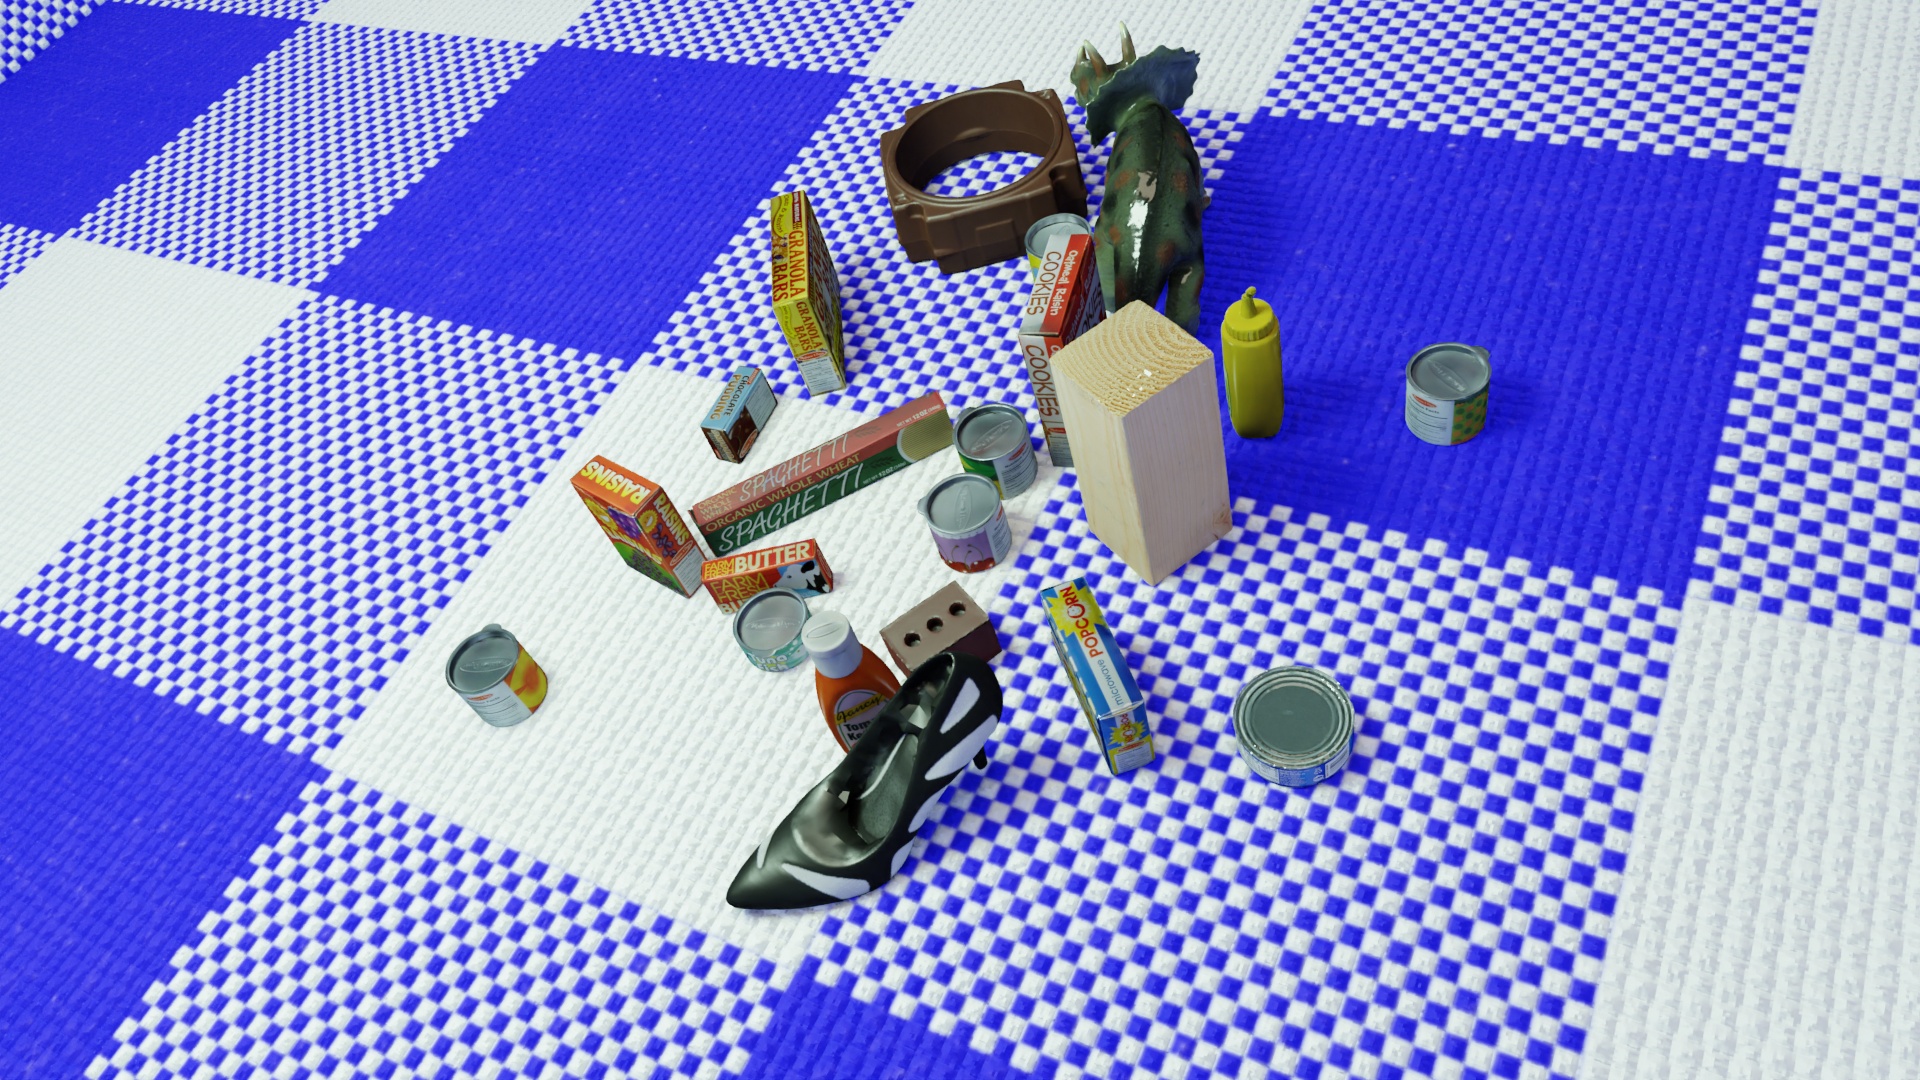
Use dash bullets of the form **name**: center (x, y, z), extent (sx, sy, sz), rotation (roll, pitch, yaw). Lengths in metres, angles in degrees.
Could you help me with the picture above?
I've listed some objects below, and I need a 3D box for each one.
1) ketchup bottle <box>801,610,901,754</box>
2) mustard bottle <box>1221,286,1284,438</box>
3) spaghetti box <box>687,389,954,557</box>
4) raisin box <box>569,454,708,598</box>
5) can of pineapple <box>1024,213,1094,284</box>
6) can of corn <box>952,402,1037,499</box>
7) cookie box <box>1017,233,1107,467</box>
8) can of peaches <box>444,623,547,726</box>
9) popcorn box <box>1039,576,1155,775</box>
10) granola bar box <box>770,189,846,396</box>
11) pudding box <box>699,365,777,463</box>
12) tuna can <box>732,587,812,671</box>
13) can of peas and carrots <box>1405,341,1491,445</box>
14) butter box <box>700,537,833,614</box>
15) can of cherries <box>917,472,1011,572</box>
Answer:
- **ketchup bottle**: center (-0.081, 0.108, 1.049), extent (0.065, 0.148, 0.044), rotation (-20, 50, 0)
- **mustard bottle**: center (0.243, -0.155, 1.160), extent (0.049, 0.159, 0.065), rotation (-5, 51, 12)
- **spaghetti box**: center (-0.123, -0.060, 1.259), extent (0.250, 0.050, 0.029), rotation (-26, 50, -6)
- **raisin box**: center (-0.278, -0.011, 1.216), extent (0.086, 0.122, 0.040), rotation (25, 63, 31)
- **can of pineapple**: center (0.101, -0.277, 1.364), extent (0.071, 0.057, 0.071), rotation (-8, 51, 10)
- **can of corn**: center (0.030, -0.079, 1.226), extent (0.071, 0.058, 0.071), rotation (-8, 51, 10)
- **cookie box**: center (0.097, -0.163, 1.203), extent (0.040, 0.166, 0.123), rotation (4, 54, 19)
- **can of peaches**: center (-0.396, 0.116, 1.191), extent (0.071, 0.057, 0.071), rotation (-8, 51, 10)
- **popcorn box**: center (0.103, 0.101, 1.044), extent (0.038, 0.084, 0.127), rotation (-22, 50, -1)
- **granola bar box**: center (-0.149, -0.244, 1.365), extent (0.039, 0.123, 0.166), rotation (-13, 50, 6)
- **pudding box**: center (-0.212, -0.122, 1.334), extent (0.030, 0.049, 0.084), rotation (10, 56, 23)
- **tuna can**: center (-0.156, 0.077, 1.170), extent (0.071, 0.032, 0.071), rotation (-8, 51, 10)
- **can of peas and carrots**: center (0.406, -0.123, 1.155), extent (0.071, 0.058, 0.071), rotation (-8, 51, 10)
- **butter box**: center (-0.166, 0.032, 1.196), extent (0.103, 0.053, 0.024), rotation (-12, 50, 6)
- **can of cherries**: center (0.004, -0.015, 1.182), extent (0.071, 0.058, 0.072), rotation (-8, 51, 10)
